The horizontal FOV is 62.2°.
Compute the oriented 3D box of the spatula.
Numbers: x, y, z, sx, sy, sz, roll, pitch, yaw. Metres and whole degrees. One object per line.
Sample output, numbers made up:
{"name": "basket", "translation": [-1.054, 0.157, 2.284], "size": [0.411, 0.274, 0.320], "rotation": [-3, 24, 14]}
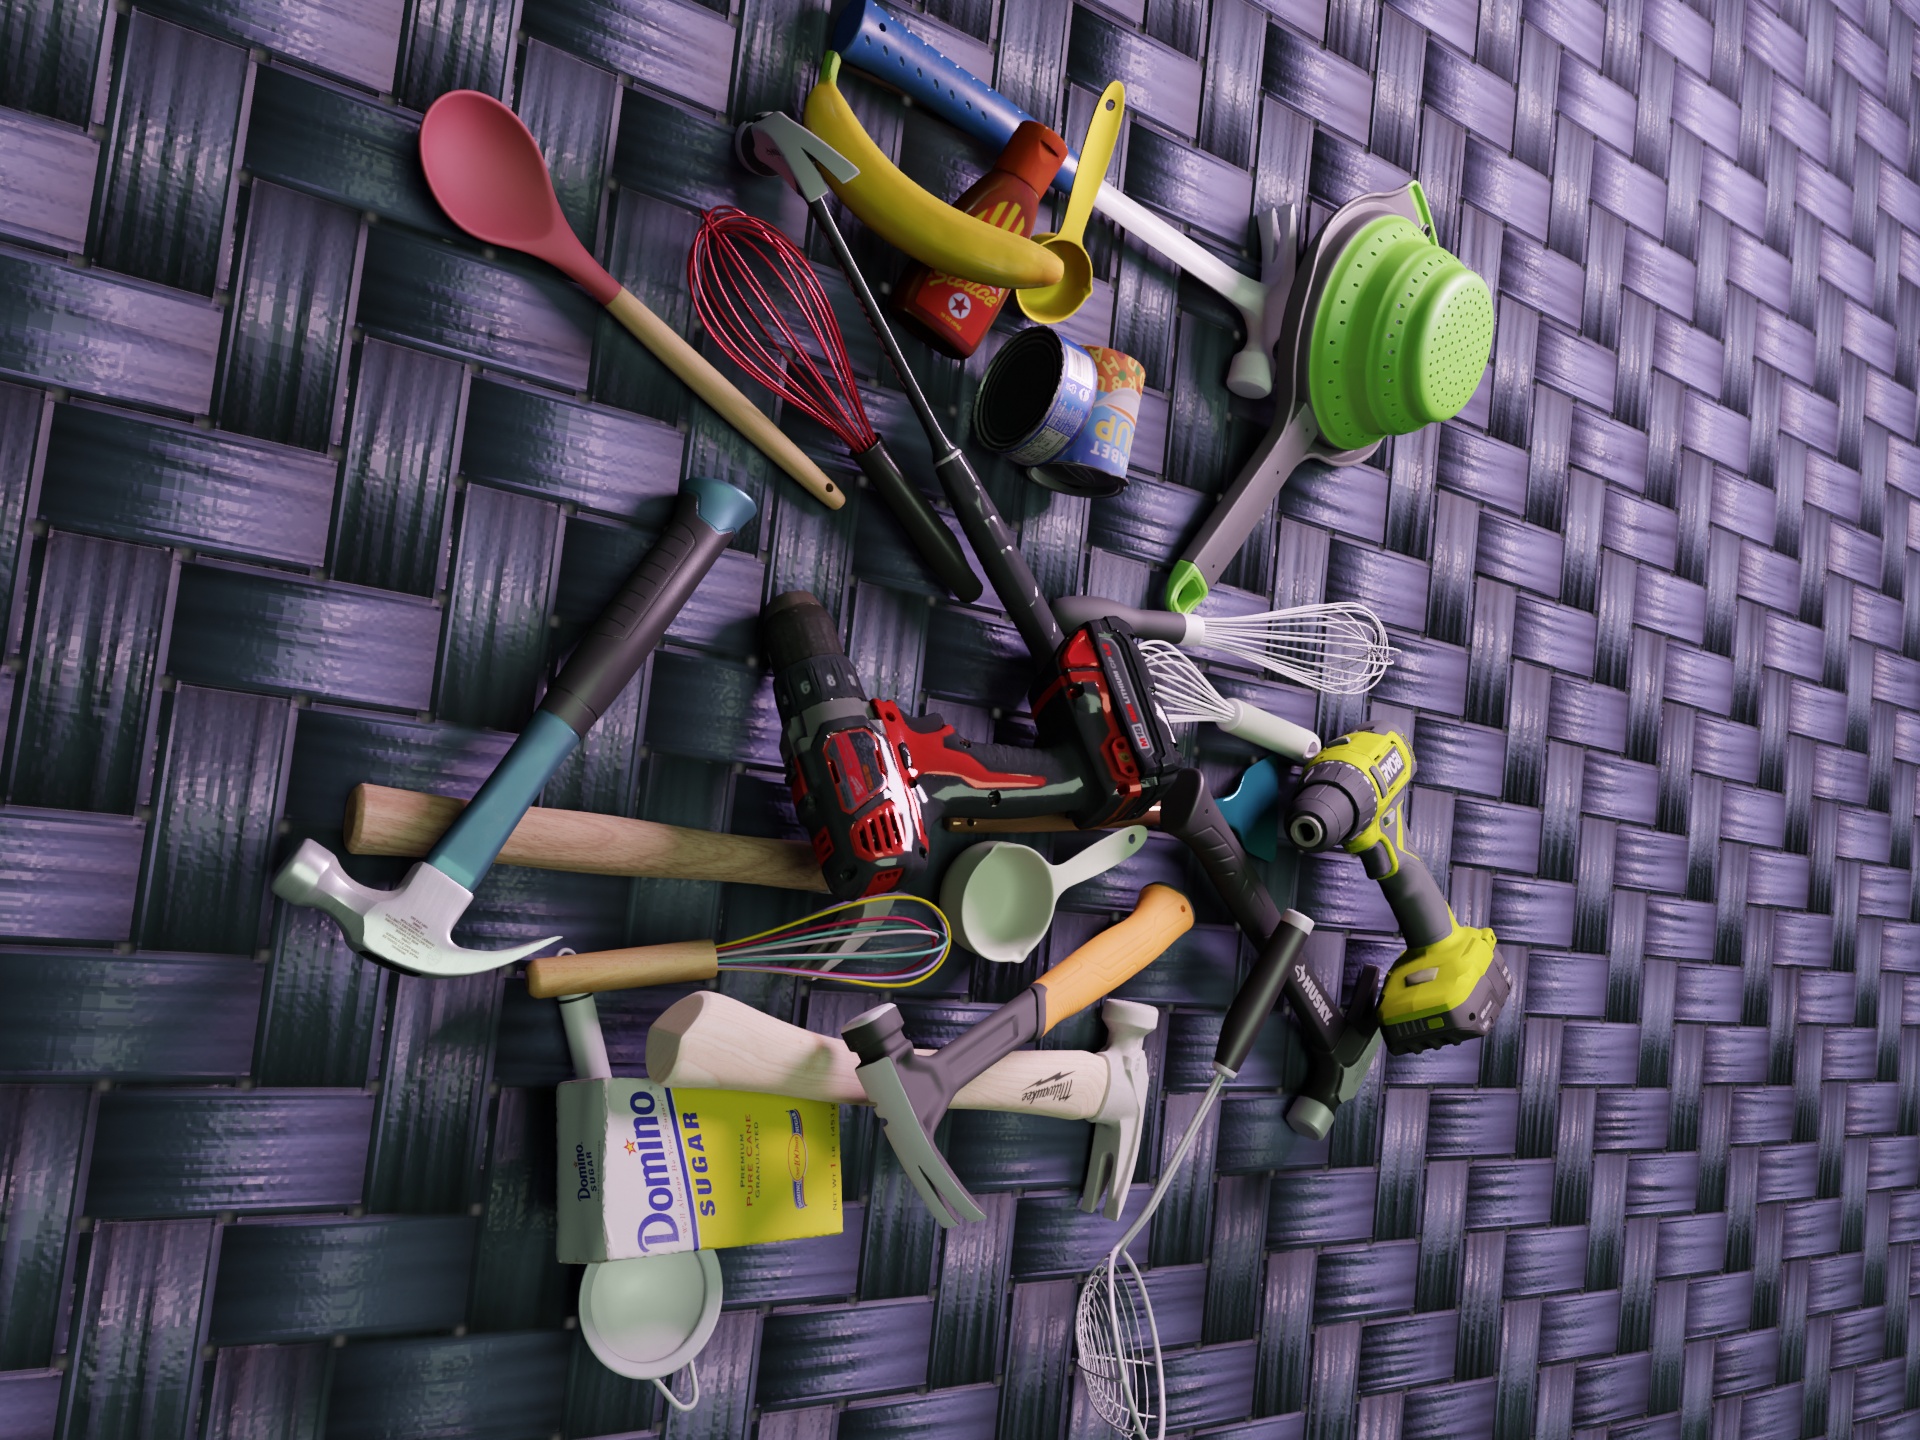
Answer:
{"name": "spatula", "translation": [0.120, 0.067, 1.117], "size": [0.317, 0.044, 0.082], "rotation": [0, 91, -32]}

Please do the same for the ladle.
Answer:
{"name": "ladle", "translation": [-0.175, -0.222, 0.894], "size": [0.315, 0.031, 0.069], "rotation": [41, 69, -31]}

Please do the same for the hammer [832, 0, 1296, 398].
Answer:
{"name": "hammer", "translation": [0.088, -0.369, 1.083], "size": [0.405, 0.035, 0.144], "rotation": [22, 78, -35]}

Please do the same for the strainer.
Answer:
{"name": "strainer", "translation": [-0.189, 0.250, 0.876], "size": [0.087, 0.050, 0.258], "rotation": [-14, 93, -40]}

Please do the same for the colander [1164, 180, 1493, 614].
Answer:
{"name": "colander", "translation": [0.286, -0.221, 1.168], "size": [0.397, 0.095, 0.204], "rotation": [-54, 139, -15]}

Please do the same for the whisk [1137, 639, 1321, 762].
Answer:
{"name": "whisk", "translation": [0.188, -0.006, 1.144], "size": [0.246, 0.059, 0.058], "rotation": [19, 95, -44]}

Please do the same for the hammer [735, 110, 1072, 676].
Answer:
{"name": "hammer", "translation": [-0.013, -0.173, 0.967], "size": [0.036, 0.149, 0.408], "rotation": [-32, 118, -4]}

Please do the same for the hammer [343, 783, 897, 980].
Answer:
{"name": "hammer", "translation": [-0.174, 0.075, 0.891], "size": [0.331, 0.031, 0.130], "rotation": [10, 84, -36]}

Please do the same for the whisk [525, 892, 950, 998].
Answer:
{"name": "whisk", "translation": [-0.116, 0.134, 0.887], "size": [0.245, 0.051, 0.047], "rotation": [-3, 116, -24]}

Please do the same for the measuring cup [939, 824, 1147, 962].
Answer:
{"name": "measuring cup", "translation": [0.055, 0.101, 1.055], "size": [0.167, 0.038, 0.083], "rotation": [-22, 108, -35]}

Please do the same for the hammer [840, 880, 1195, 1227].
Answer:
{"name": "hammer", "translation": [0.062, 0.180, 0.992], "size": [0.337, 0.034, 0.127], "rotation": [-23, 86, -52]}

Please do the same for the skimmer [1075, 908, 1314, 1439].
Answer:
{"name": "skimmer", "translation": [0.178, 0.307, 1.085], "size": [0.363, 0.090, 0.127], "rotation": [-61, 156, -7]}

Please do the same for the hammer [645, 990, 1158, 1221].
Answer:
{"name": "hammer", "translation": [-0.019, 0.226, 0.961], "size": [0.410, 0.038, 0.146], "rotation": [18, 79, -45]}

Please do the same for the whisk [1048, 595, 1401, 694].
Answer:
{"name": "whisk", "translation": [0.188, -0.061, 1.127], "size": [0.284, 0.070, 0.070], "rotation": [5, 87, -22]}

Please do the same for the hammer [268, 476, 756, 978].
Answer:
{"name": "hammer", "translation": [-0.206, -0.009, 0.840], "size": [0.128, 0.033, 0.331], "rotation": [42, 59, -20]}

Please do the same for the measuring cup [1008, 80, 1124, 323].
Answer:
{"name": "measuring cup", "translation": [0.071, -0.338, 1.036], "size": [0.062, 0.029, 0.156], "rotation": [6, 114, -31]}

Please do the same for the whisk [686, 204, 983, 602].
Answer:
{"name": "whisk", "translation": [-0.068, -0.180, 0.955], "size": [0.073, 0.073, 0.295], "rotation": [-53, 124, -24]}

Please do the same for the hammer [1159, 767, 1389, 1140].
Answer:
{"name": "hammer", "translation": [0.231, 0.156, 1.163], "size": [0.146, 0.035, 0.334], "rotation": [-51, 126, -24]}

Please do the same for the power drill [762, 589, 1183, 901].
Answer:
{"name": "power drill", "translation": [-0.002, -0.003, 0.948], "size": [0.226, 0.080, 0.188], "rotation": [-11, 69, -23]}

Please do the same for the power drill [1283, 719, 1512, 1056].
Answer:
{"name": "power drill", "translation": [0.316, 0.125, 1.175], "size": [0.190, 0.080, 0.228], "rotation": [-29, 95, -57]}
